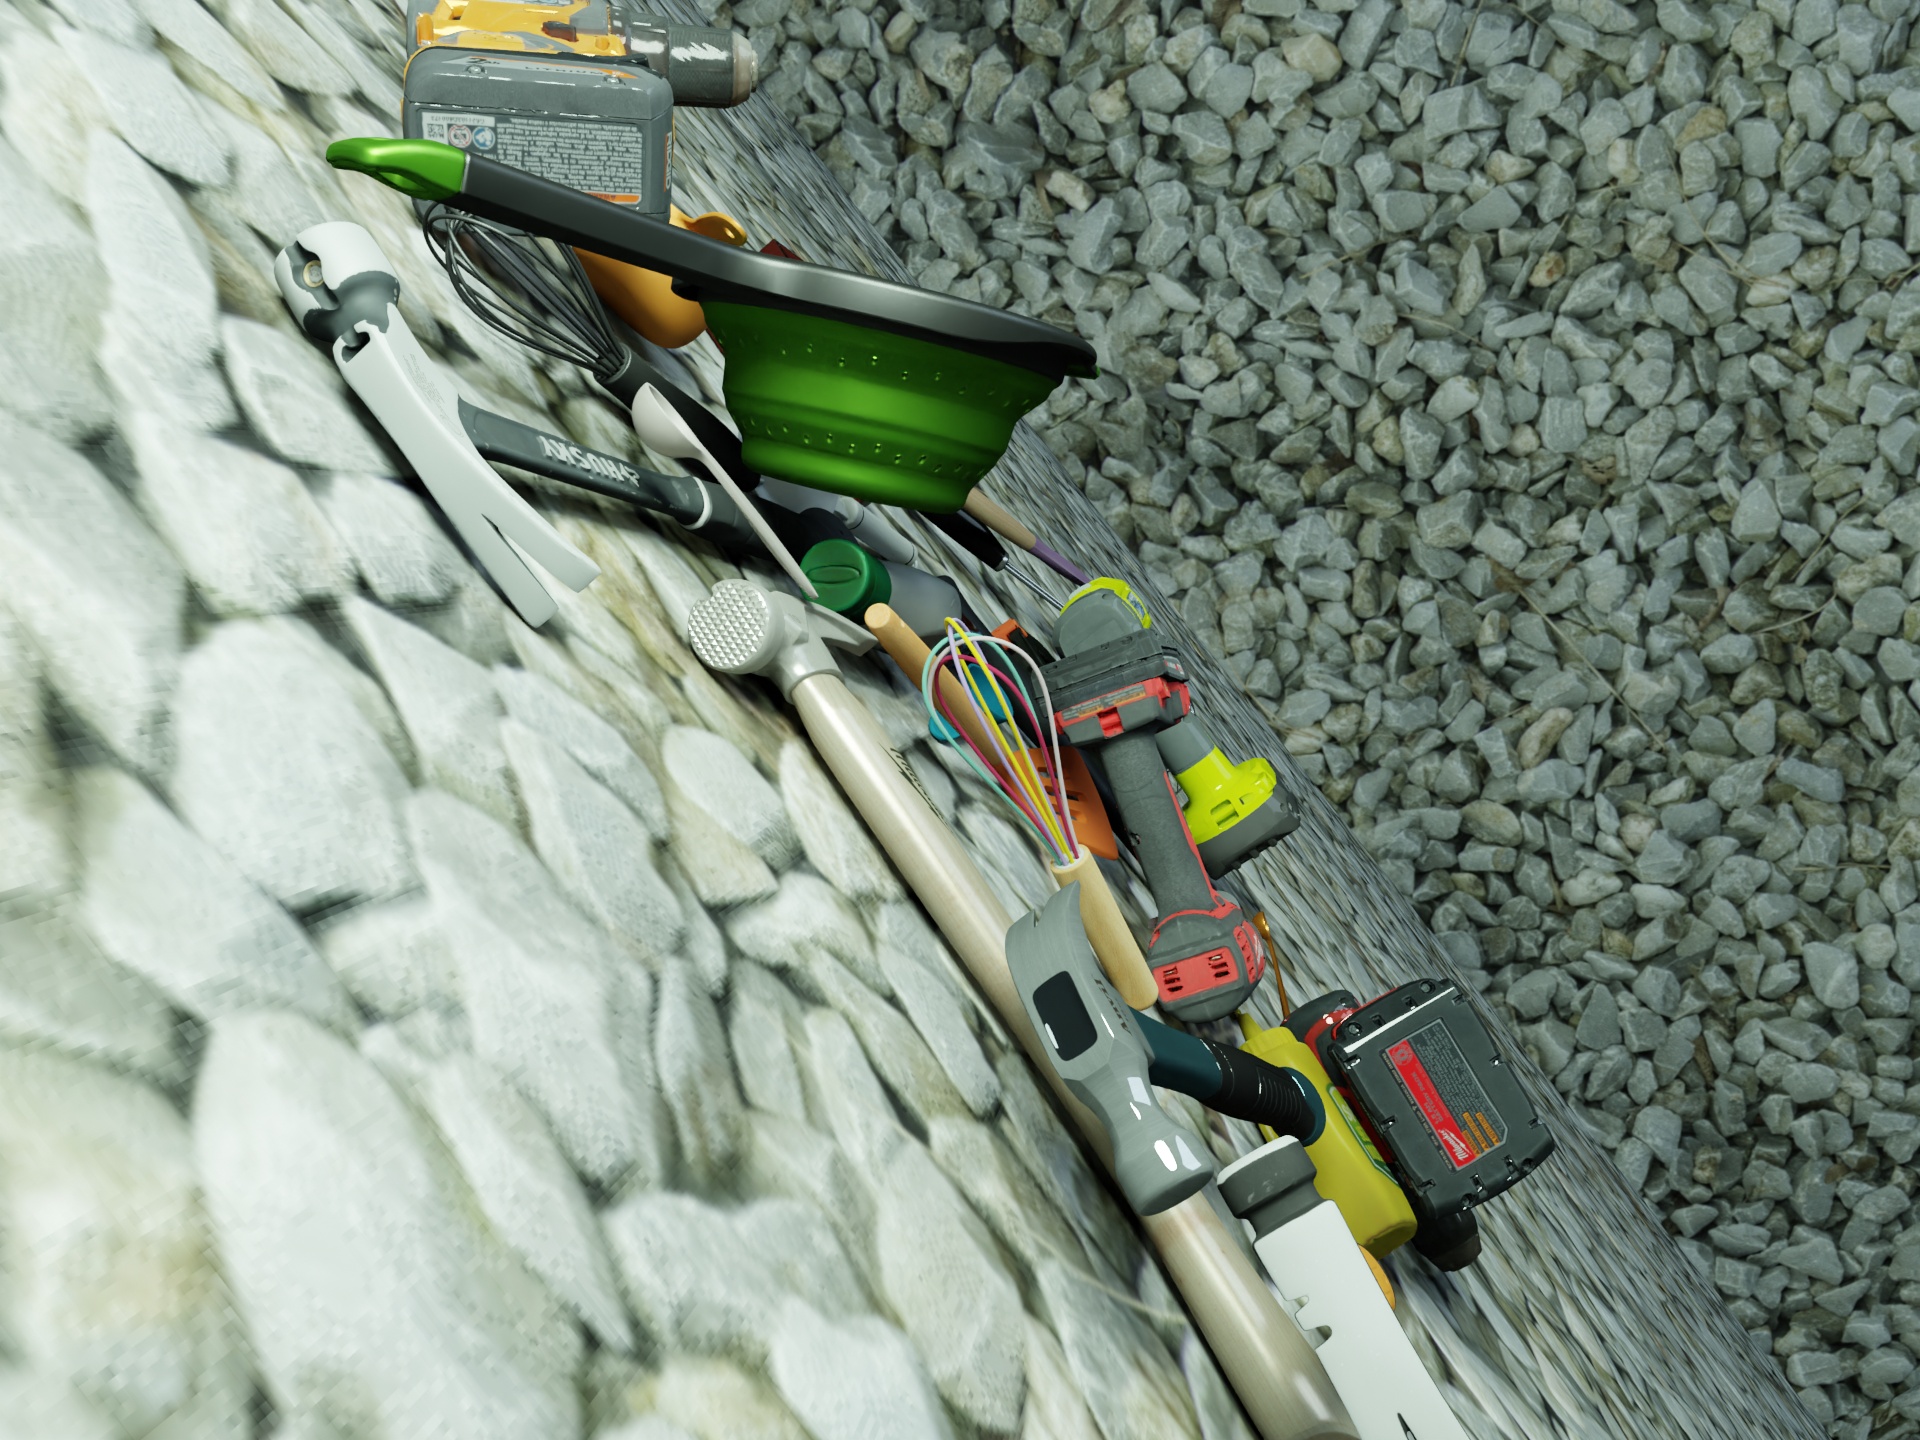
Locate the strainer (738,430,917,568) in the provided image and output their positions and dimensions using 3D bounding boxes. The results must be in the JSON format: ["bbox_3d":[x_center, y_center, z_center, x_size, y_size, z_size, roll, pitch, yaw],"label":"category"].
[{"bbox_3d":[-0.072,-0.133,0.984,0.258,0.050,0.087,27,43,-69],"label":"strainer"}]

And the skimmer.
[{"bbox_3d":[0.061,-0.071,1.298,0.363,0.090,0.127,37,14,-16],"label":"skimmer"}]

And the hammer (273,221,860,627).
[{"bbox_3d":[-0.124,-0.096,0.706,0.149,0.036,0.409,55,13,11],"label":"hammer"}]

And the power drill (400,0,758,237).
[{"bbox_3d":[-0.187,-0.314,0.803,0.185,0.084,0.226,-1,35,-14],"label":"power drill"}]

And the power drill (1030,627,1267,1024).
[{"bbox_3d":[0.121,0.064,0.937,0.143,0.078,0.220,7,64,-74],"label":"power drill"}]

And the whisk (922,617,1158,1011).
[{"bbox_3d":[0.045,0.053,0.775,0.047,0.051,0.244,3,-50,46],"label":"whisk"}]

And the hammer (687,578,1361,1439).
[{"bbox_3d":[0.032,0.115,0.662,0.411,0.038,0.146,55,12,14],"label":"hammer"}]

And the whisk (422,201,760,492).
[{"bbox_3d":[-0.162,-0.171,0.757,0.238,0.055,0.055,39,17,-56],"label":"whisk"}]

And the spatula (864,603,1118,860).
[{"bbox_3d":[0.020,0.005,0.850,0.322,0.041,0.081,48,20,-62],"label":"spatula"}]

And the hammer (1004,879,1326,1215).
[{"bbox_3d":[0.104,0.150,0.674,0.128,0.033,0.330,60,12,28],"label":"hammer"}]

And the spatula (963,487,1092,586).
[{"bbox_3d":[0.040,-0.151,1.257,0.060,0.018,0.315,41,8,33],"label":"spatula"}]

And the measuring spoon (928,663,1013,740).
[{"bbox_3d":[-0.001,-0.003,0.932,0.042,0.021,0.128,52,22,1],"label":"measuring spoon"}]

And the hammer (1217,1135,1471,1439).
[{"bbox_3d":[0.160,0.238,0.630,0.127,0.034,0.336,61,4,23],"label":"hammer"}]

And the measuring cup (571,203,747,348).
[{"bbox_3d":[-0.155,-0.238,0.837,0.095,0.052,0.174,46,-8,-25],"label":"measuring cup"}]

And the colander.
[{"bbox_3d":[-0.094,-0.156,0.701,0.205,0.094,0.397,19,10,37],"label":"colander"}]

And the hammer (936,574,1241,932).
[{"bbox_3d":[0.083,0.039,1.055,0.334,0.035,0.146,50,12,-7],"label":"hammer"}]

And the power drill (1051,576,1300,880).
[{"bbox_3d":[0.156,-0.008,1.190,0.228,0.080,0.190,54,14,-3],"label":"power drill"}]

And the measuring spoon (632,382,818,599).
[{"bbox_3d":[-0.100,-0.091,0.675,0.124,0.018,0.034,51,5,-35],"label":"measuring spoon"}]

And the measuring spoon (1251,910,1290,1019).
[{"bbox_3d":[0.215,0.185,1.083,0.021,0.011,0.117,-55,130,-72],"label":"measuring spoon"}]

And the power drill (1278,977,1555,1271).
[{"bbox_3d":[0.273,0.247,0.955,0.188,0.080,0.226,61,-6,13],"label":"power drill"}]
